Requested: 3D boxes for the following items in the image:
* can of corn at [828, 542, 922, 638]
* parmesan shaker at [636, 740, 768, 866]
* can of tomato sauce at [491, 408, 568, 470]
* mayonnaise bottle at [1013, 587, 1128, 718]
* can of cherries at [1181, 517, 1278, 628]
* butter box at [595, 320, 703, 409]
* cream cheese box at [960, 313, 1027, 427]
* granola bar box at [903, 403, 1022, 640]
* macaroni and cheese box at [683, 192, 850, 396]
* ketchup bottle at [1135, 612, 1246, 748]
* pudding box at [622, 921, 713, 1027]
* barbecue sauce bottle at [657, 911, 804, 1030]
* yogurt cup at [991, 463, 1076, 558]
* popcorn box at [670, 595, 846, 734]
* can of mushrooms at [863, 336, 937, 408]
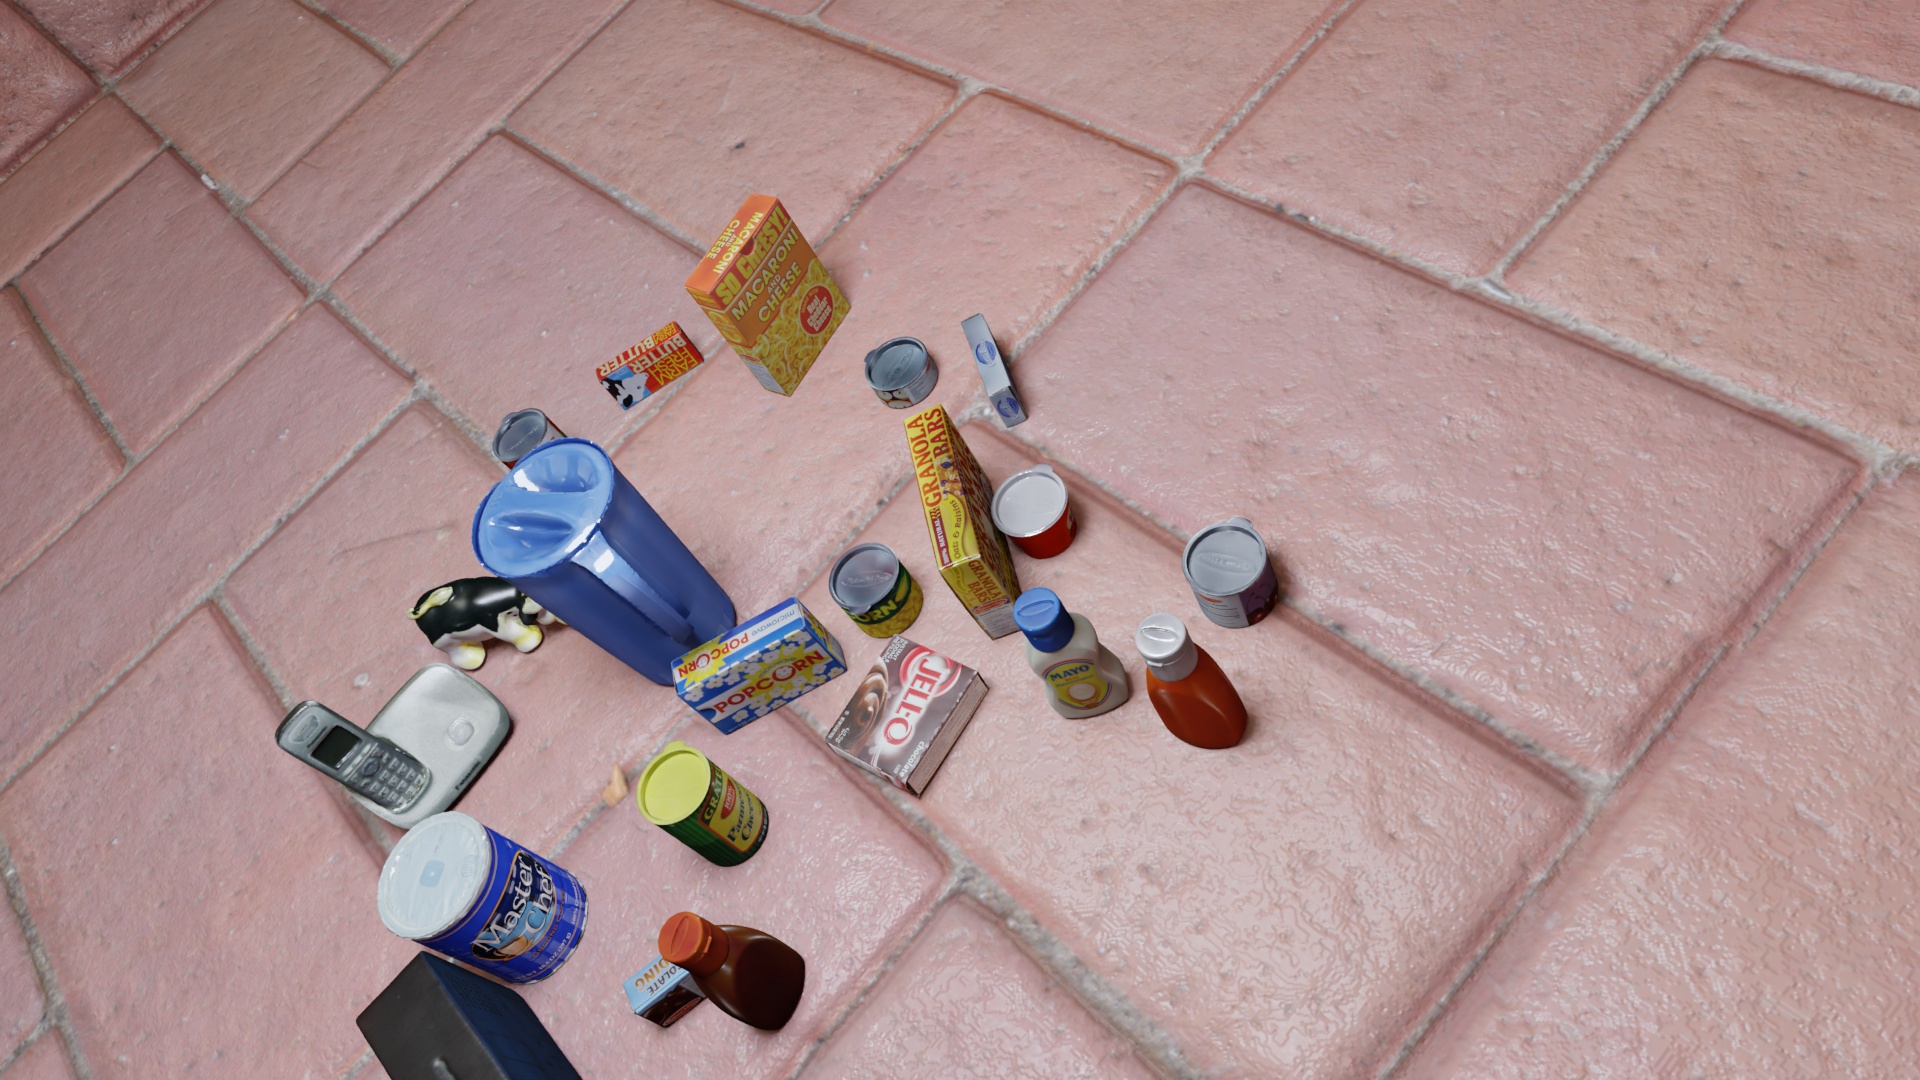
[{"bbox_3d":[-0.073,0.046,1.213,0.071,0.058,0.071,-12,55,17],"label":"can of corn"},{"bbox_3d":[-0.208,0.216,1.134,0.071,0.102,0.071,-12,55,18],"label":"parmesan shaker"},{"bbox_3d":[-0.438,-0.088,1.451,0.071,0.082,0.071,-12,55,17],"label":"can of tomato sauce"},{"bbox_3d":[0.080,0.086,1.059,0.065,0.147,0.041,-18,53,13],"label":"mayonnaise bottle"},{"bbox_3d":[0.215,0.026,1.095,0.071,0.058,0.072,-12,55,17],"label":"can of cherries"},{"bbox_3d":[-0.333,-0.188,1.489,0.103,0.053,0.024,-31,51,3],"label":"butter box"},{"bbox_3d":[0.032,-0.160,1.304,0.024,0.053,0.104,-25,52,8],"label":"cream cheese box"},{"bbox_3d":[0.004,-0.015,1.176,0.039,0.123,0.166,-22,52,10],"label":"granola bar box"},{"bbox_3d":[-0.188,-0.243,1.387,0.040,0.166,0.124,19,68,33],"label":"macaroni and cheese box"},{"bbox_3d":[0.163,0.103,1.010,0.065,0.148,0.044,9,63,29],"label":"ketchup bottle"},{"bbox_3d":[-0.216,0.340,1.089,0.084,0.049,0.030,-38,51,-2],"label":"pudding box"},{"bbox_3d":[-0.168,0.312,1.022,0.043,0.148,0.065,4,61,27],"label":"barbecue sauce bottle"},{"bbox_3d":[0.067,-0.020,1.196,0.072,0.053,0.073,-12,55,17],"label":"yogurt cup"},{"bbox_3d":[-0.173,0.109,1.200,0.126,0.085,0.038,-28,52,5],"label":"popcorn box"},{"bbox_3d":[-0.059,-0.165,1.362,0.071,0.033,0.071,-12,55,17],"label":"can of mushrooms"}]
